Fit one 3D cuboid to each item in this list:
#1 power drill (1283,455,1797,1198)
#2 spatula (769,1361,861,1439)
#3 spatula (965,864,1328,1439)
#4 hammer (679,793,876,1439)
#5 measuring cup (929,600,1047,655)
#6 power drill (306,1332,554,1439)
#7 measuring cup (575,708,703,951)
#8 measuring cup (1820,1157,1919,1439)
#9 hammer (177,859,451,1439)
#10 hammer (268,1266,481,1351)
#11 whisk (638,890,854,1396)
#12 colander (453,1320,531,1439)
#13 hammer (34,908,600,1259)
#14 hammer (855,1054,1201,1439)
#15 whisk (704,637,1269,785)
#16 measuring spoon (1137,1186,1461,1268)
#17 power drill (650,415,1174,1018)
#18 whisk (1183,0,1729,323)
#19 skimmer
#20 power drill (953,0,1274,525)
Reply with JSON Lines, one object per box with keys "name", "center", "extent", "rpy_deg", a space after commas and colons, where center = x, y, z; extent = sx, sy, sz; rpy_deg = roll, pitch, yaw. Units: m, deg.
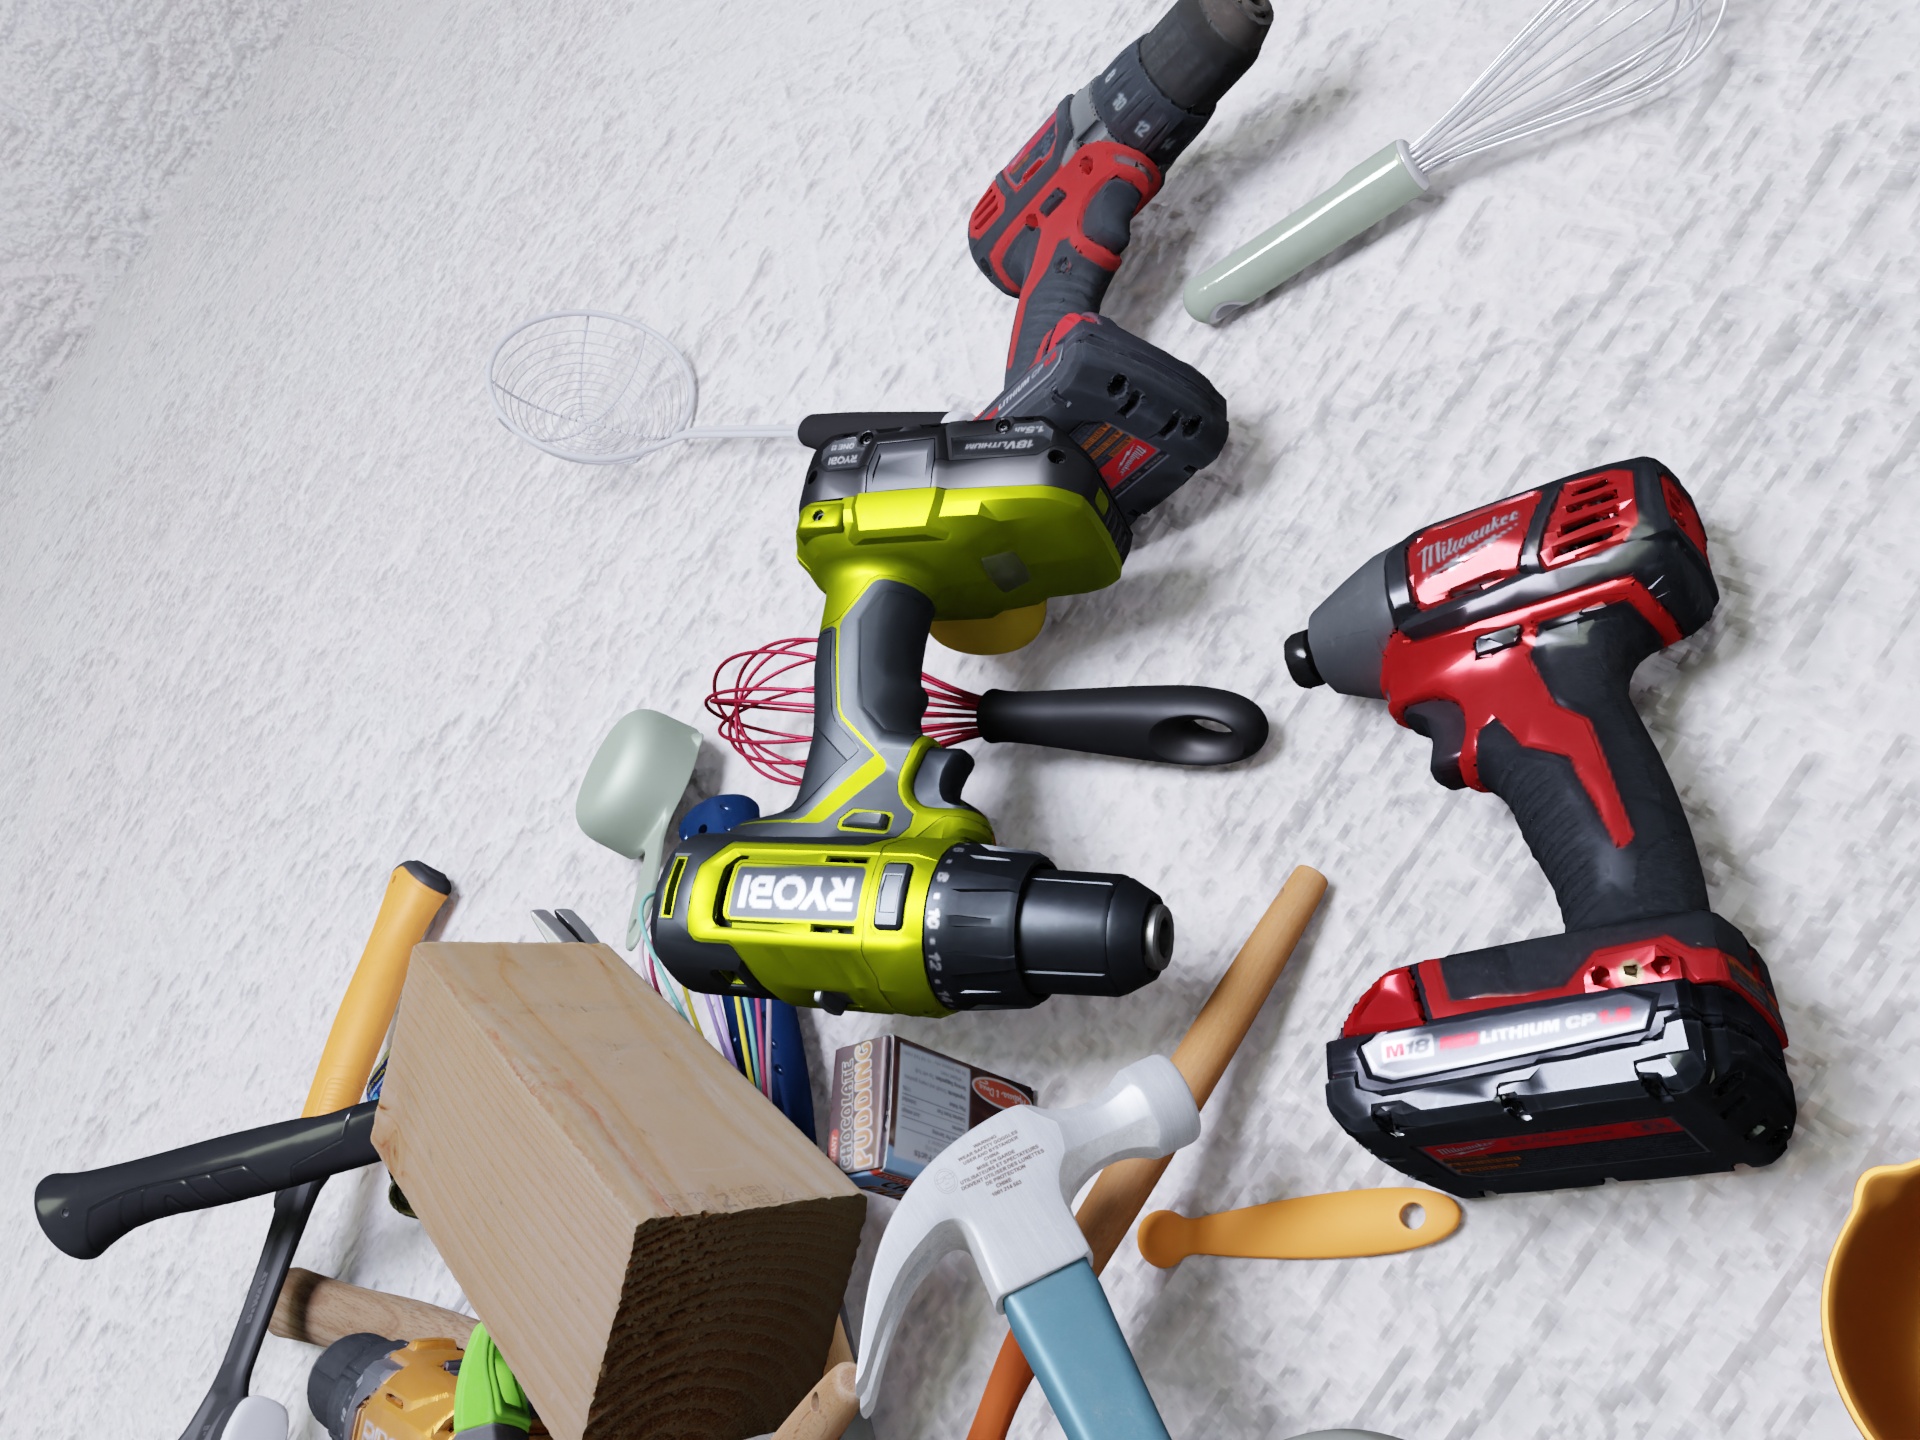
{"name": "power drill", "center": [0.171, 0.028, 0.501], "extent": [0.143, 0.078, 0.220], "rpy_deg": [-19, 51, 34]}
{"name": "spatula", "center": [-0.103, 0.305, 0.556], "extent": [0.317, 0.044, 0.082], "rpy_deg": [-61, 35, 36]}
{"name": "spatula", "center": [0.029, 0.175, 0.521], "extent": [0.323, 0.041, 0.081], "rpy_deg": [-54, 1, -17]}
{"name": "hammer", "center": [-0.062, 0.187, 0.645], "extent": [0.144, 0.035, 0.406], "rpy_deg": [-38, 45, 19]}
{"name": "measuring cup", "center": [-0.002, -0.074, 0.753], "extent": [0.157, 0.062, 0.029], "rpy_deg": [-118, 24, -58]}
{"name": "power drill", "center": [-0.227, 0.363, 0.627], "extent": [0.185, 0.084, 0.226], "rpy_deg": [-6, 73, 48]}
{"name": "measuring cup", "center": [-0.166, 0.053, 0.782], "extent": [0.083, 0.038, 0.168], "rpy_deg": [-52, 22, 22]}
{"name": "measuring cup", "center": [0.282, 0.116, 0.360], "extent": [0.173, 0.052, 0.095], "rpy_deg": [-46, 43, 9]}
{"name": "hammer", "center": [-0.345, 0.225, 0.851], "extent": [0.127, 0.034, 0.337], "rpy_deg": [-25, 42, 37]}
{"name": "hammer", "center": [-0.238, 0.294, 0.739], "extent": [0.331, 0.031, 0.130], "rpy_deg": [-9, 66, 41]}
{"name": "whisk", "center": [-0.084, 0.153, 0.628], "extent": [0.047, 0.051, 0.245], "rpy_deg": [-38, 48, 13]}
{"name": "colander", "center": [-0.089, 0.372, 0.465], "extent": [0.094, 0.204, 0.398], "rpy_deg": [-14, 59, -1]}
{"name": "hammer", "center": [-0.295, 0.193, 0.749], "extent": [0.335, 0.035, 0.146], "rpy_deg": [-16, 79, 14]}
{"name": "hammer", "center": [0.073, 0.245, 0.399], "extent": [0.128, 0.033, 0.331], "rpy_deg": [-21, 53, -13]}
{"name": "whisk", "center": [-0.001, -0.002, 0.691], "extent": [0.296, 0.073, 0.073], "rpy_deg": [2, 67, 38]}
{"name": "measuring spoon", "center": [0.106, 0.165, 0.520], "extent": [0.117, 0.011, 0.021], "rpy_deg": [-18, 54, 34]}
{"name": "power drill", "center": [-0.004, 0.001, 0.604], "extent": [0.190, 0.080, 0.229], "rpy_deg": [-1, 63, 25]}
{"name": "whisk", "center": [0.195, -0.237, 0.662], "extent": [0.246, 0.057, 0.059], "rpy_deg": [-28, 79, 33]}
{"name": "skimmer", "center": [-0.136, -0.191, 0.904], "extent": [0.363, 0.090, 0.127], "rpy_deg": [10, 42, 43]}
{"name": "power drill", "center": [0.068, -0.205, 0.707], "extent": [0.188, 0.080, 0.227], "rpy_deg": [-36, 40, 47]}
